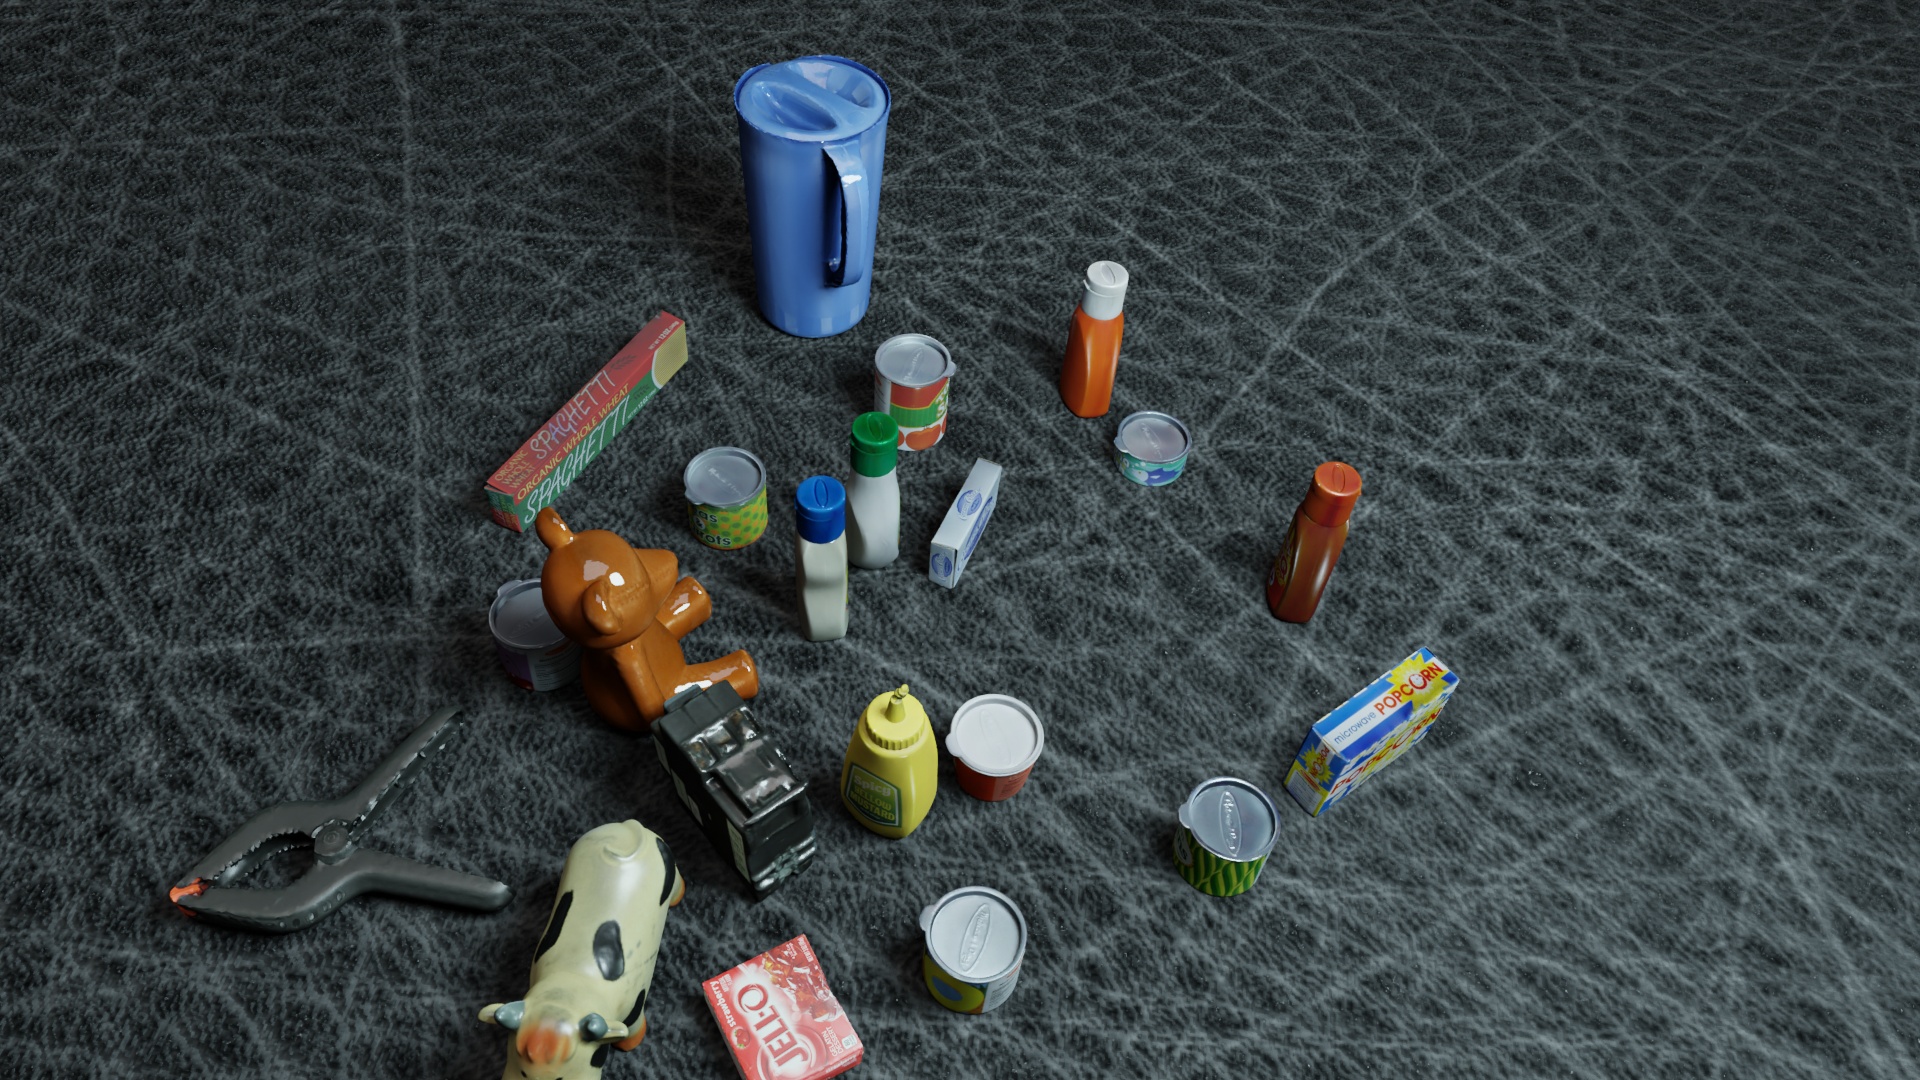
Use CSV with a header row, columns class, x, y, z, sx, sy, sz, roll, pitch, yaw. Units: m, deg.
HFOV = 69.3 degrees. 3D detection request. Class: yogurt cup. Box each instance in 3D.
class,x,y,z,sx,sy,sz,roll,pitch,yaw
yogurt cup,0.024,0.155,1.017,0.072,0.053,0.073,3,50,-3

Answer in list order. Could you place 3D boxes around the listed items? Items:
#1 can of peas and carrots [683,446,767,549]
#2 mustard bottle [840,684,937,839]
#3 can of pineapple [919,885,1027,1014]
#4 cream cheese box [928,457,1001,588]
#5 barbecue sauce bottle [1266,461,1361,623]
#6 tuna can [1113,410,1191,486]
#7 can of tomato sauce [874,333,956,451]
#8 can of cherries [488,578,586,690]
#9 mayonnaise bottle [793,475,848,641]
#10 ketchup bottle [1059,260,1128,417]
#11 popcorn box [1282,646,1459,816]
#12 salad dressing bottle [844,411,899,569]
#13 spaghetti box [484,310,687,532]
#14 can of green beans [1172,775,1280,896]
class,x,y,z,sx,sy,sz,roll,pitch,yaw
can of peas and carrots,-0.195,-0.033,1.151,0.071,0.058,0.071,3,50,-3
mustard bottle,-0.048,0.145,0.949,0.065,0.159,0.049,25,52,15
can of pineapple,0.007,0.269,0.916,0.071,0.057,0.071,3,50,-3
cream cheese box,0.004,-0.015,1.158,0.024,0.053,0.104,20,51,11
barbecue sauce bottle,0.283,0.000,1.110,0.044,0.147,0.065,9,50,2
tuna can,0.169,-0.082,1.243,0.071,0.032,0.071,3,50,-3
can of tomato sauce,-0.041,-0.130,1.231,0.071,0.082,0.071,3,50,-3
can of cherries,-0.319,0.070,1.053,0.071,0.058,0.072,3,50,-3
mayonnaise bottle,-0.106,0.013,1.063,0.041,0.147,0.065,-5,51,-9
ketchup bottle,0.120,-0.182,1.247,0.043,0.148,0.065,-9,52,-12
popcorn box,0.304,0.143,1.033,0.127,0.084,0.038,-28,58,-26
salad dressing bottle,-0.070,-0.039,1.110,0.044,0.146,0.064,-11,52,-14
spaghetti box,-0.319,-0.107,1.207,0.029,0.049,0.251,23,52,14
can of green beans,0.187,0.210,0.983,0.071,0.057,0.071,3,50,-3
